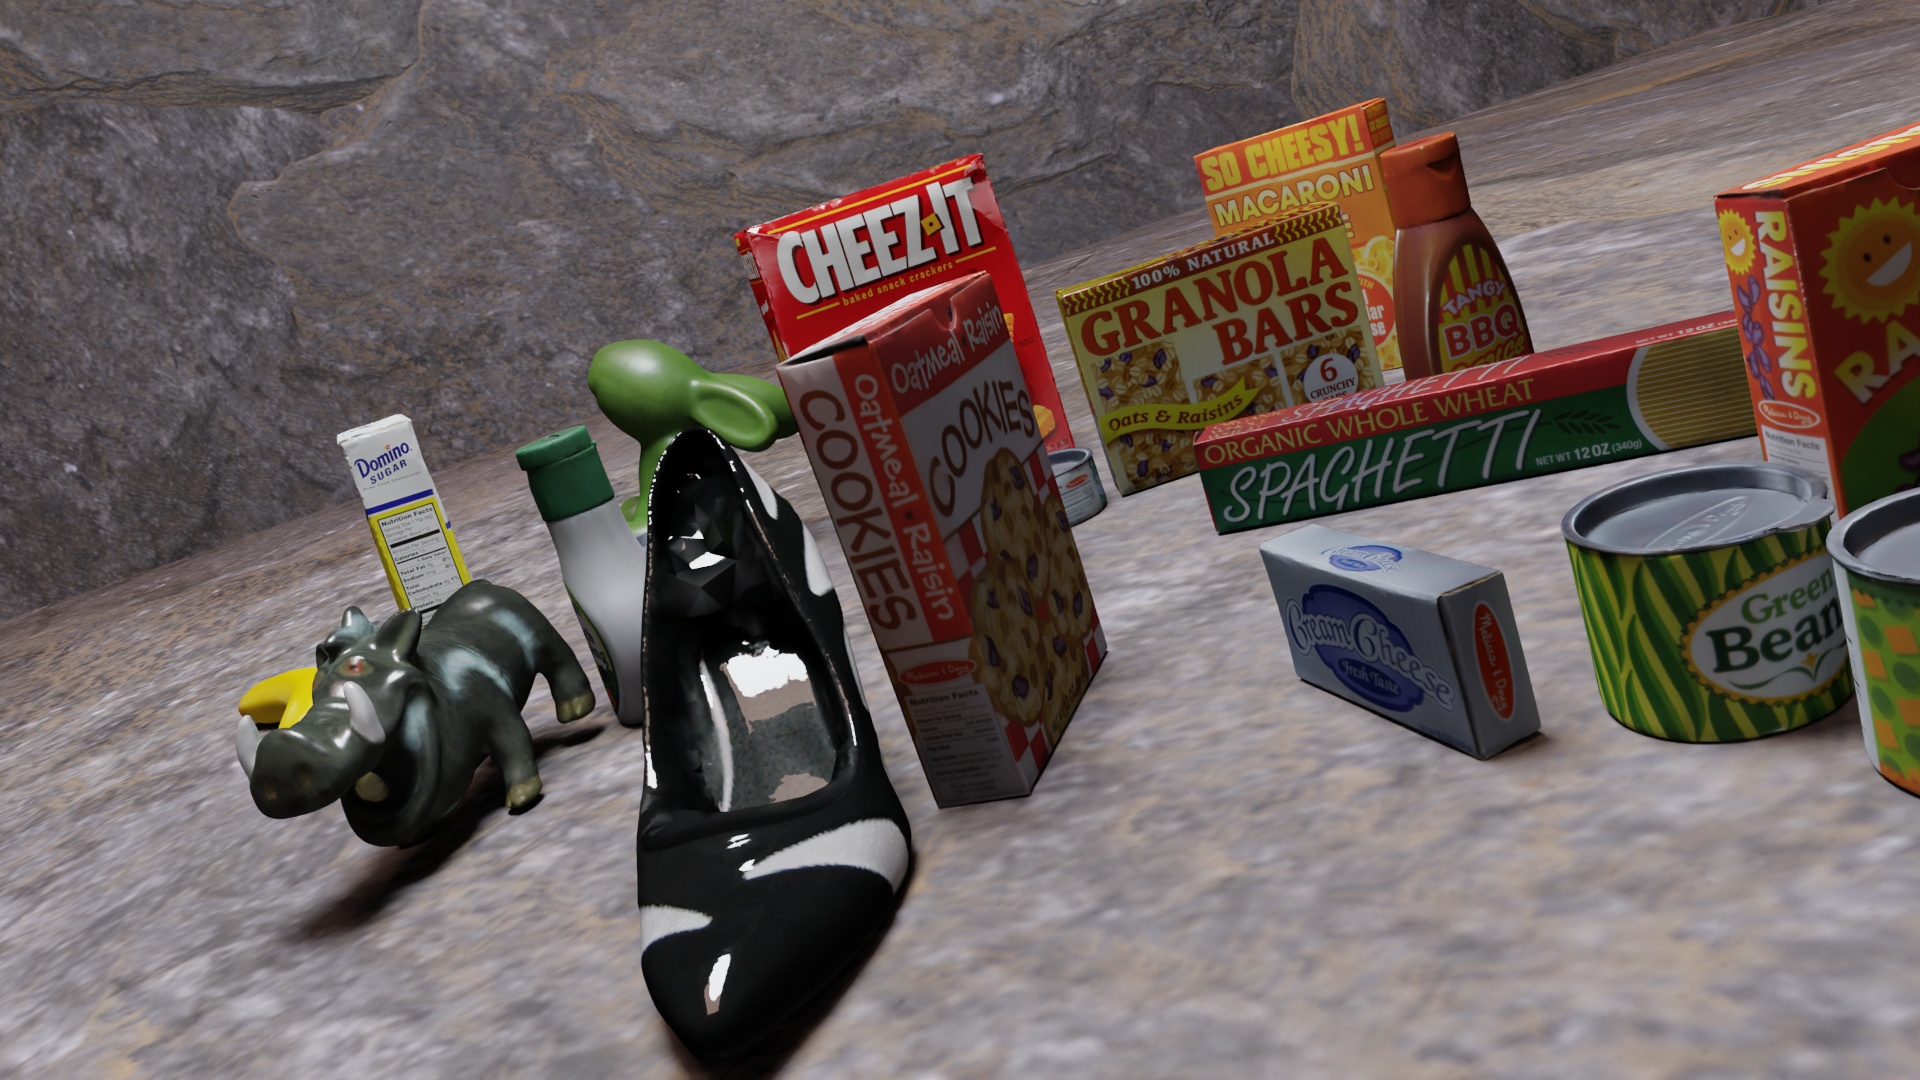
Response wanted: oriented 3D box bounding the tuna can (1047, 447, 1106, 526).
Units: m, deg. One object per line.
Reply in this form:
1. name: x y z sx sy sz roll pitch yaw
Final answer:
1. tuna can: 0.049 -0.028 0.811 0.071 0.032 0.071 -18 14 5

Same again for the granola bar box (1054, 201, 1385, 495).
1. granola bar box: 0.152 -0.112 0.810 0.165 0.124 0.039 -19 14 1

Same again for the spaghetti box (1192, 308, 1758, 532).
1. spaghetti box: 0.229 -0.051 0.634 0.250 0.050 0.029 -11 16 27

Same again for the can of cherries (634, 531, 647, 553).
1. can of cherries: -0.182 0.027 0.846 0.071 0.058 0.072 -18 14 5

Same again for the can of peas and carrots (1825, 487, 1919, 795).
1. can of peas and carrots: 0.245 0.022 0.320 0.071 0.058 0.071 -18 14 5

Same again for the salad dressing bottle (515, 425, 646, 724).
1. salad dressing bottle: -0.177 0.017 0.693 0.044 0.147 0.064 -23 14 -15

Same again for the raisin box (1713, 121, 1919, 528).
1. raisin box: 0.303 -0.067 0.449 0.086 0.123 0.040 -19 14 -1

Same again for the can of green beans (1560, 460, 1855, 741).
1. can of green beans: 0.210 0.016 0.391 0.071 0.057 0.071 -18 14 5

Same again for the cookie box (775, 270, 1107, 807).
1. cookie box: 0.002 -0.006 0.516 0.040 0.167 0.123 -13 15 24

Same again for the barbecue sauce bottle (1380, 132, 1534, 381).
1. barbecue sauce bottle: 0.246 -0.126 0.696 0.065 0.148 0.044 -22 14 -12

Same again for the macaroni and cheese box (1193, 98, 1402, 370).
1. macaroni and cheese box: 0.235 -0.191 0.914 0.123 0.166 0.040 -6 18 41

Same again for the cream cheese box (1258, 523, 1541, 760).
1. cream cheese box: 0.137 0.029 0.445 0.024 0.053 0.104 -22 14 -13
